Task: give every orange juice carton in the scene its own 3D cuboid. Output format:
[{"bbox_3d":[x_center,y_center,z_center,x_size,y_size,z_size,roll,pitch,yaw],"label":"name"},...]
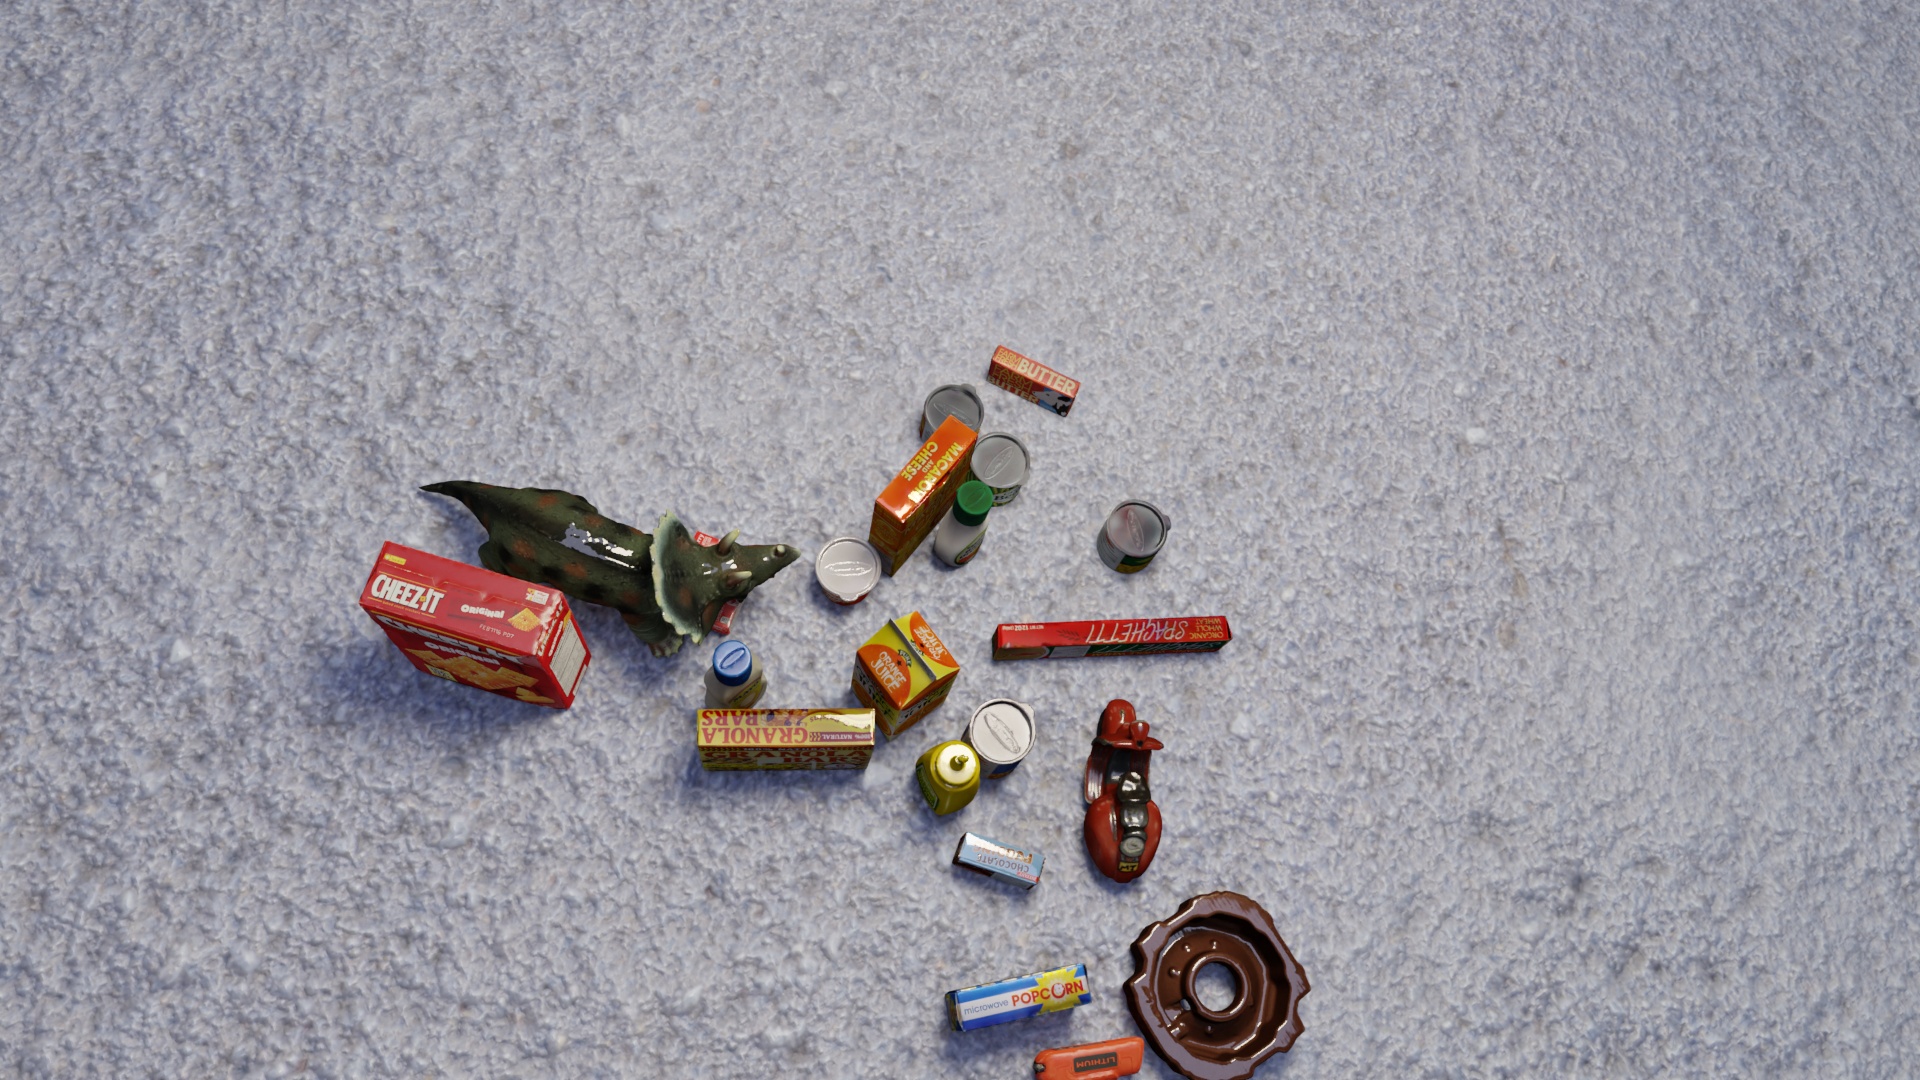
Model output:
[{"bbox_3d":[-0.054,0.129,1.349,0.073,0.192,0.072,-33,77,-17],"label":"orange juice carton"}]

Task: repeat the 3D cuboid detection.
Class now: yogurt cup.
[{"bbox_3d":[-0.118,0.035,1.451,0.072,0.053,0.072,2,69,-7],"label":"yogurt cup"}]

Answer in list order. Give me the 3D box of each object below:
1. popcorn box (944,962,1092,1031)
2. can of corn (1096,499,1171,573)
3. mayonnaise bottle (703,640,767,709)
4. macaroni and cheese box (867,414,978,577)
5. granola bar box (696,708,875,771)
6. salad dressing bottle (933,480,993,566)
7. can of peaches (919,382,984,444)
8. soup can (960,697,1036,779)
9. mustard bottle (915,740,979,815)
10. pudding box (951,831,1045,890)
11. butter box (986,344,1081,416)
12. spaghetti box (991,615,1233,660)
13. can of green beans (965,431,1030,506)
[{"bbox_3d":[0.053,0.431,1.307,0.127,0.085,0.038,-9,71,-11],"label":"popcorn box"},{"bbox_3d":[0.187,-0.004,1.503,0.071,0.058,0.071,2,69,-7],"label":"can of corn"},{"bbox_3d":[-0.220,0.134,1.349,0.065,0.147,0.041,-39,79,-18],"label":"mayonnaise bottle"},{"bbox_3d":[-0.041,-0.043,1.430,0.040,0.165,0.124,37,70,7],"label":"macaroni and cheese box"},{"bbox_3d":[-0.169,0.195,1.346,0.166,0.123,0.039,1,70,-7],"label":"granola bar box"},{"bbox_3d":[0.005,-0.018,1.436,0.044,0.147,0.064,43,71,9],"label":"salad dressing bottle"},{"bbox_3d":[-0.009,-0.132,1.525,0.071,0.058,0.071,2,69,-7],"label":"can of peaches"},{"bbox_3d":[0.038,0.198,1.394,0.071,0.083,0.071,2,70,-6],"label":"soup can"},{"bbox_3d":[-0.010,0.223,1.337,0.049,0.159,0.065,-22,74,-14],"label":"mustard bottle"},{"bbox_3d":[0.037,0.316,1.368,0.084,0.049,0.030,18,69,0],"label":"pudding box"},{"bbox_3d":[0.081,-0.178,1.557,0.103,0.053,0.024,26,69,3],"label":"butter box"},{"bbox_3d":[0.159,0.103,1.463,0.250,0.050,0.029,-2,70,-8],"label":"spaghetti box"},{"bbox_3d":[0.039,-0.077,1.511,0.071,0.057,0.071,2,69,-7],"label":"can of green beans"}]
